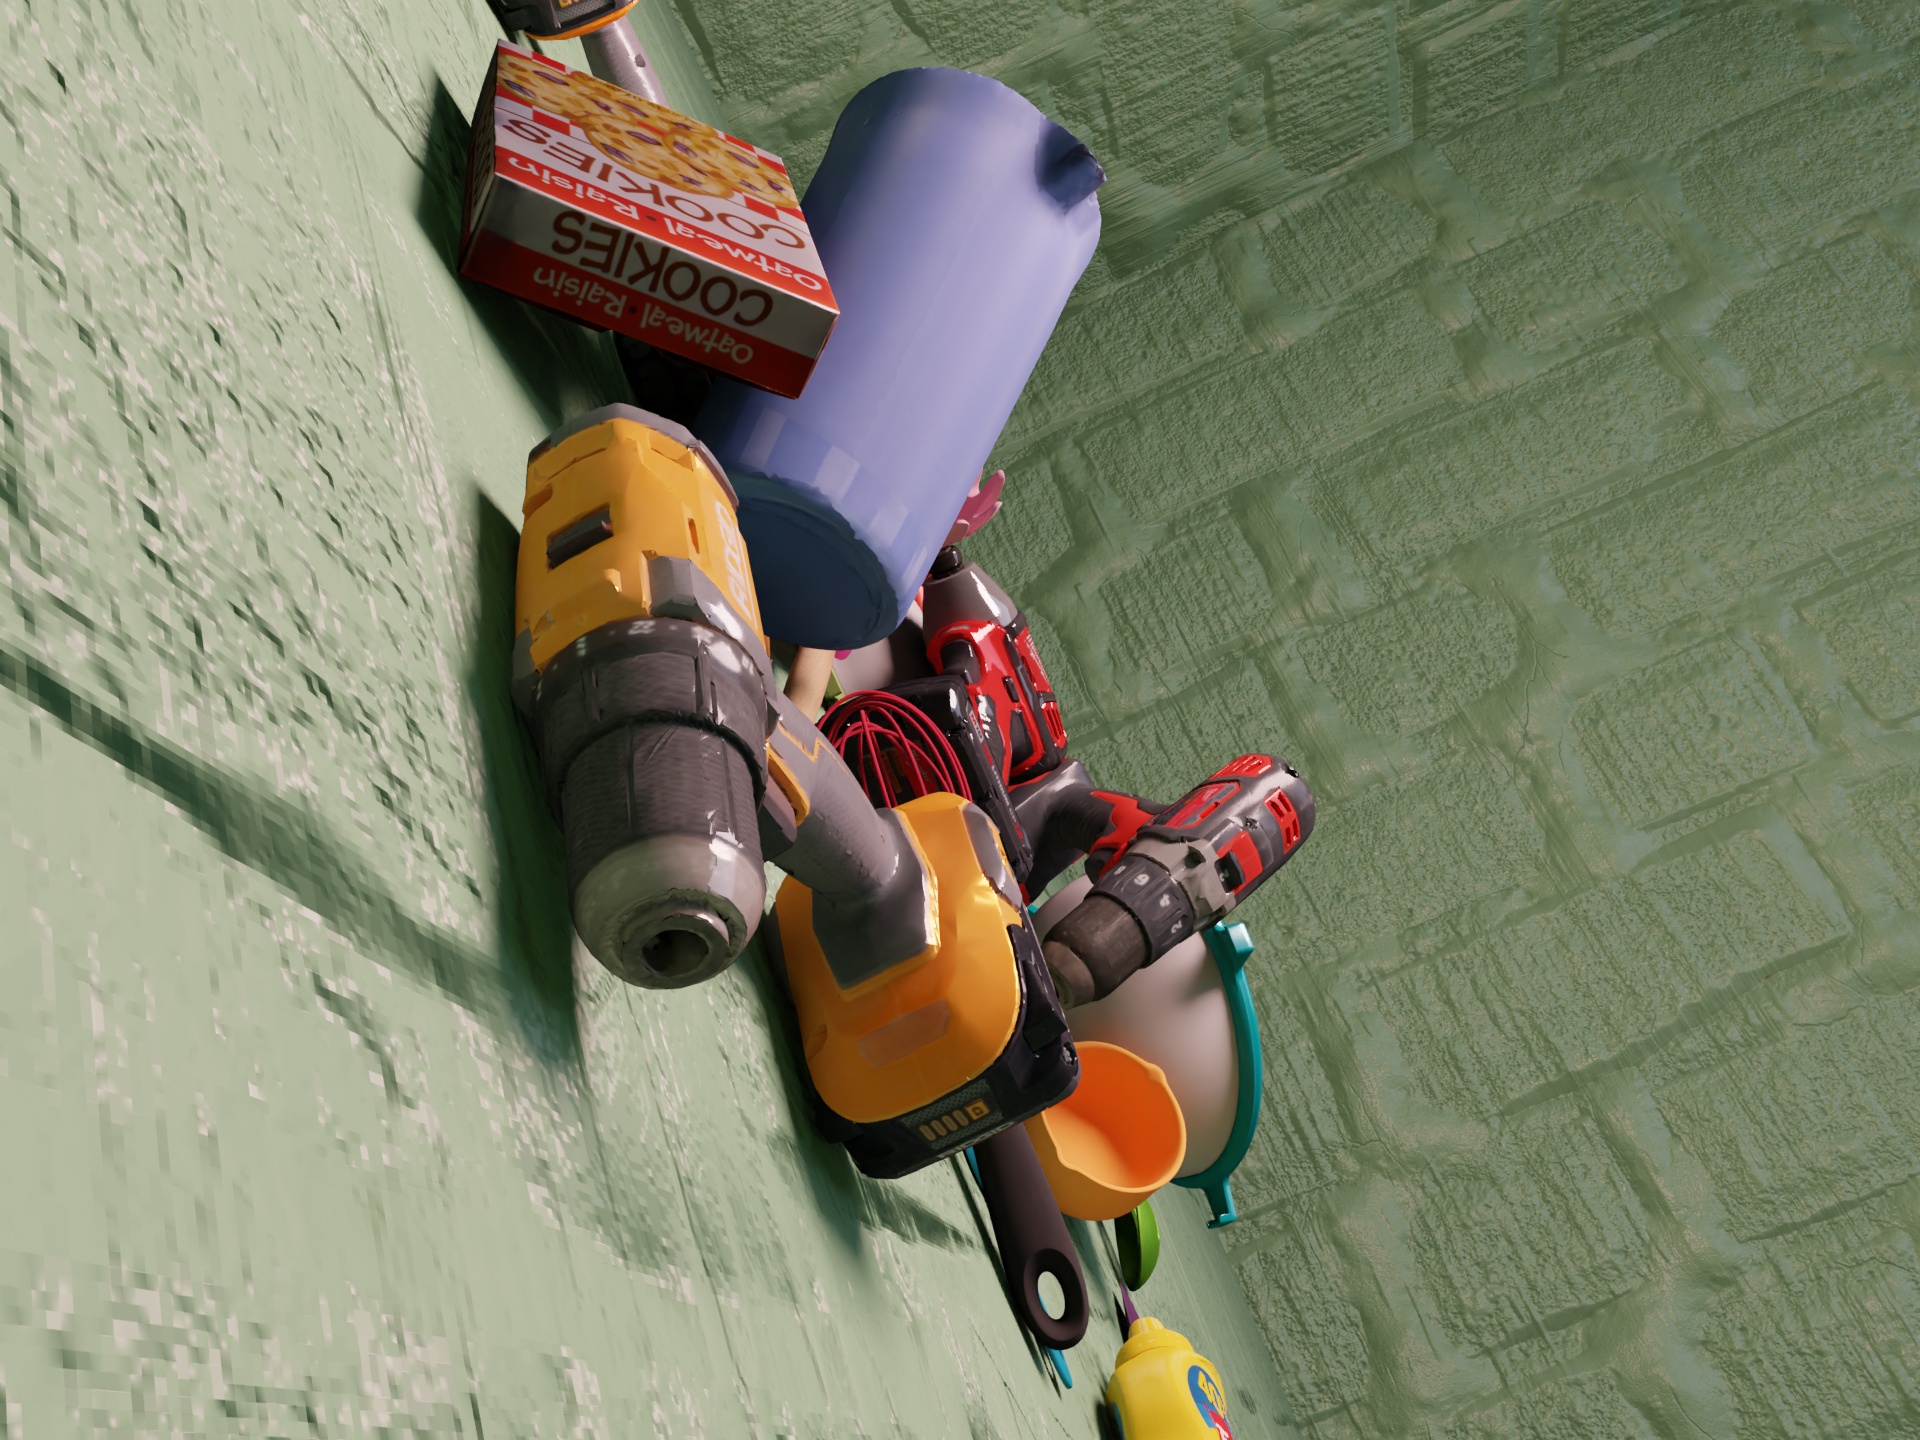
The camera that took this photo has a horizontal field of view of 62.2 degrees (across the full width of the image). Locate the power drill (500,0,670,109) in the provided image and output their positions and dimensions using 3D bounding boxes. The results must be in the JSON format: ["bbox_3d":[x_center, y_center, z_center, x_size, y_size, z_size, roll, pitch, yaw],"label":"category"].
[{"bbox_3d":[-0.188,-0.353,0.912,0.226,0.084,0.164,68,2,-48],"label":"power drill"}]

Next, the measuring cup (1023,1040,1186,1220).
[{"bbox_3d":[0.042,0.196,0.867,0.174,0.095,0.052,43,-47,16],"label":"measuring cup"}]

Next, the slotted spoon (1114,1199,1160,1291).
[{"bbox_3d":[0.081,0.239,1.120,0.070,0.031,0.314,111,-38,-67],"label":"slotted spoon"}]

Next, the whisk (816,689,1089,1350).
[{"bbox_3d":[-0.001,0.126,0.691,0.073,0.073,0.296,43,28,-81],"label":"whisk"}]

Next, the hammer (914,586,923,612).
[{"bbox_3d":[-0.039,-0.111,1.174,0.149,0.036,0.359,29,42,-68],"label":"hammer"}]

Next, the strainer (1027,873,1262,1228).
[{"bbox_3d":[0.055,0.170,1.019,0.341,0.095,0.211,30,-56,58],"label":"strainer"}]

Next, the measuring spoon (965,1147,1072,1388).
[{"bbox_3d":[0.031,0.232,0.713,0.042,0.021,0.129,58,7,-64],"label":"measuring spoon"}]

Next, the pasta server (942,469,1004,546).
[{"bbox_3d":[-0.092,-0.184,0.804,0.316,0.060,0.040,46,-33,25],"label":"pasta server"}]

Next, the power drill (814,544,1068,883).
[{"bbox_3d":[-0.001,-0.003,0.845,0.220,0.078,0.143,-63,133,-65],"label":"power drill"}]

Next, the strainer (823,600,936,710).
[{"bbox_3d":[-0.063,-0.077,0.992,0.151,0.069,0.257,61,7,-53],"label":"strainer"}]

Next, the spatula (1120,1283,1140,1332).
[{"bbox_3d":[0.118,0.409,0.864,0.316,0.018,0.059,-100,167,-79],"label":"spatula"}]

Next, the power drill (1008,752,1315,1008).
[{"bbox_3d":[0.063,0.084,0.884,0.227,0.188,0.080,0,-60,54],"label":"power drill"}]

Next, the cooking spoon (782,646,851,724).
[{"bbox_3d":[-0.066,-0.035,0.749,0.319,0.017,0.068,-90,162,-73],"label":"cooking spoon"}]

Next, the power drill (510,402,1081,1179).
[{"bbox_3d":[-0.044,0.042,0.443,0.226,0.084,0.186,57,9,-39],"label":"power drill"}]

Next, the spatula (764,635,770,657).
[{"bbox_3d":[-0.097,-0.084,0.776,0.323,0.041,0.081,-106,172,-60],"label":"spatula"}]
